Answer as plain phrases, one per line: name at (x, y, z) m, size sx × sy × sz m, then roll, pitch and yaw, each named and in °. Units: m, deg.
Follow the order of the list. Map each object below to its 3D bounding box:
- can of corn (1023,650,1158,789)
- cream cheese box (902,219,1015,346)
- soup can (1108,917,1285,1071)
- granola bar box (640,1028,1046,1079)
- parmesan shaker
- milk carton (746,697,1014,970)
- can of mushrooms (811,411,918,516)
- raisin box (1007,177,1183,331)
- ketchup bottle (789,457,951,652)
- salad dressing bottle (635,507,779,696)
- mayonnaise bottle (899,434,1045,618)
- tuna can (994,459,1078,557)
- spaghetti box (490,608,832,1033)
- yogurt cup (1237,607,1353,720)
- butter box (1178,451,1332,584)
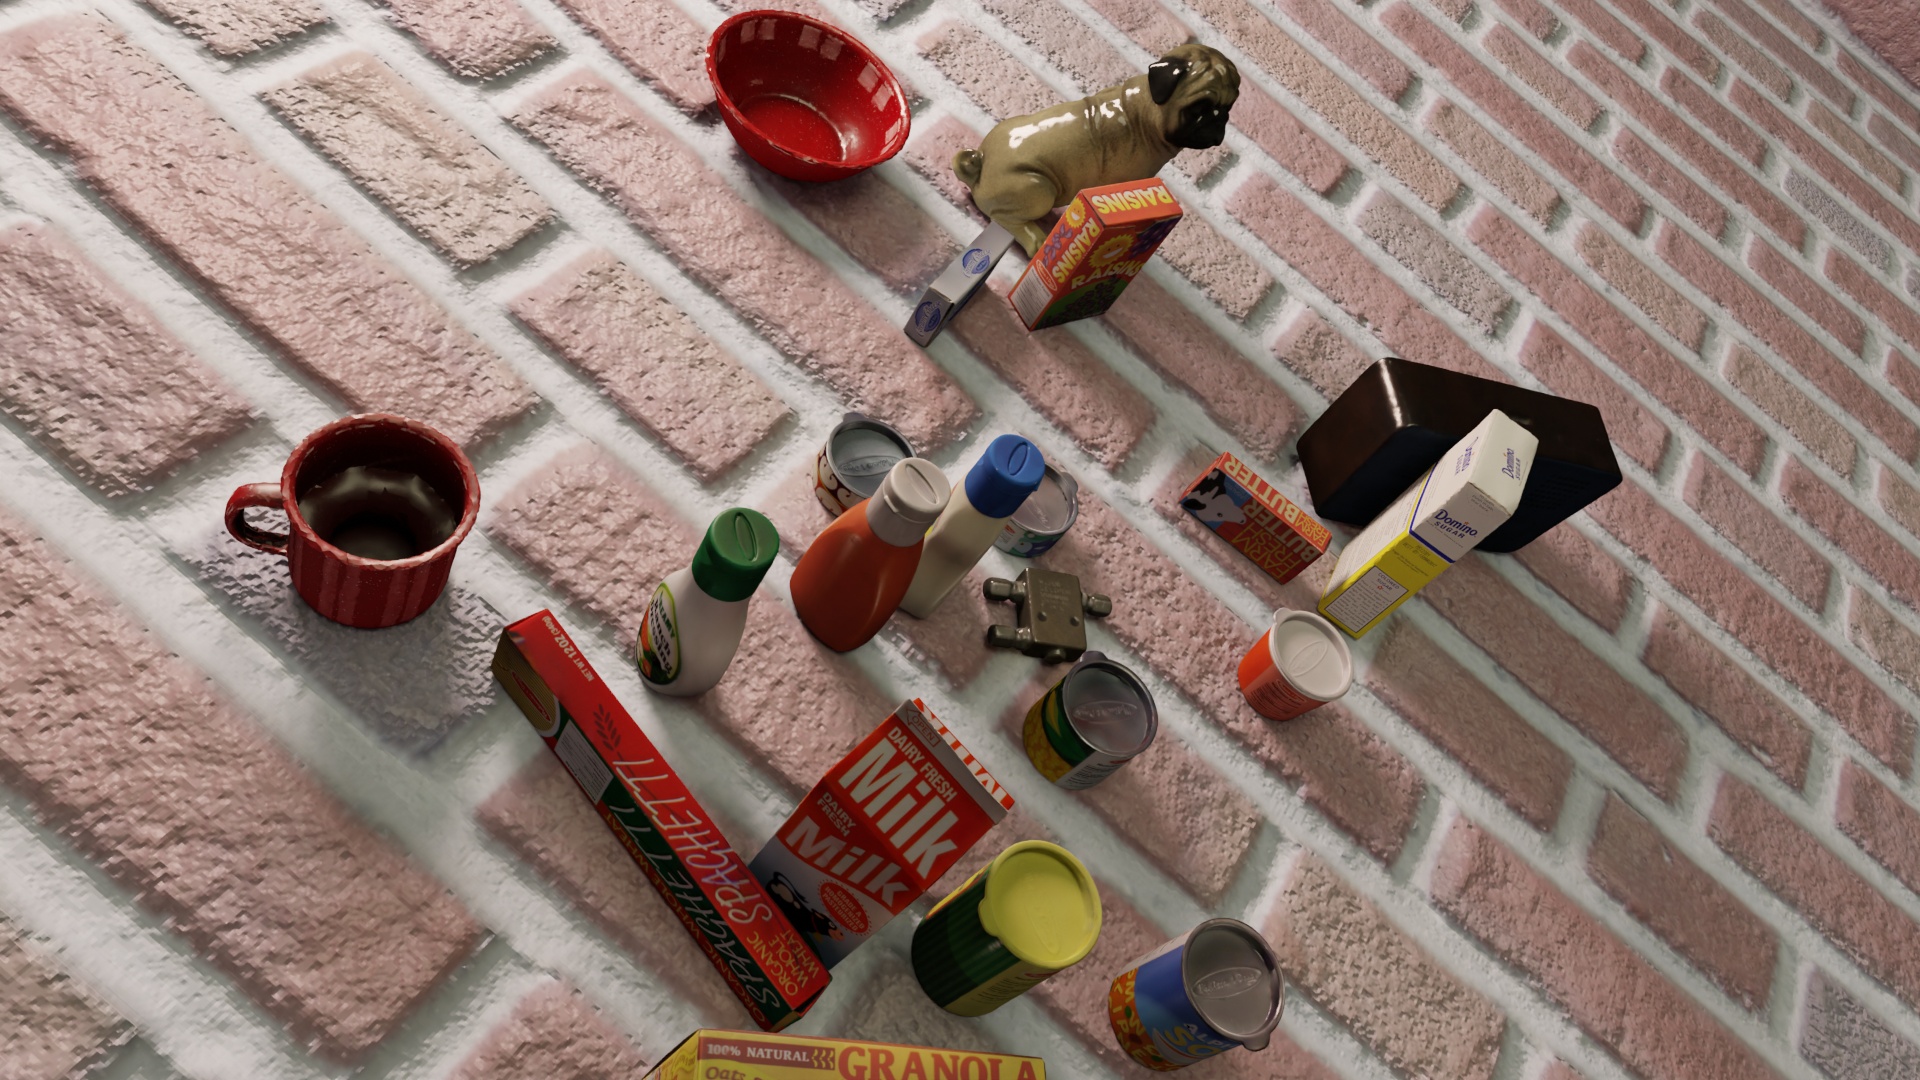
can of corn at (0.079, 0.113, 0.867) m, size 0.071 × 0.058 × 0.071 m, roll 14°, pitch 54°, yaw -20°
cream cheese box at (0.000, -0.191, 1.030) m, size 0.024 × 0.053 × 0.104 m, roll 38°, pitch 50°, yaw -1°
soup can at (0.132, 0.260, 0.781) m, size 0.071 × 0.083 × 0.072 m, roll 14°, pitch 54°, yaw -20°
granola bar box at (-0.060, 0.266, 0.648) m, size 0.166 × 0.123 × 0.039 m, roll 13°, pitch 55°, yaw -21°
parmesan shaker at (0.020, 0.209, 0.742) m, size 0.071 × 0.102 × 0.071 m, roll 14°, pitch 54°, yaw -20°
milk carton at (-0.040, 0.145, 0.696) m, size 0.072 × 0.189 × 0.074 m, roll 47°, pitch 50°, yaw 7°
can of mushrooms at (-0.063, -0.047, 0.914) m, size 0.071 × 0.033 × 0.071 m, roll 14°, pitch 54°, yaw -20°
raisin box at (0.101, -0.217, 1.056) m, size 0.086 × 0.122 × 0.040 m, roll -18°, pitch 69°, yaw -36°
ketchup bottle at (-0.052, 0.007, 0.809) m, size 0.044 × 0.148 × 0.065 m, roll -28°, pitch 75°, yaw -38°
salad dressing bottle at (-0.136, 0.034, 0.746) m, size 0.044 × 0.147 × 0.064 m, roll -4°, pitch 62°, yaw -30°
mayonnaise bottle at (0.003, -0.011, 0.850) m, size 0.041 × 0.147 × 0.065 m, roll 31°, pitch 50°, yaw -7°
tuna can at (0.047, -0.025, 0.958) m, size 0.071 × 0.032 × 0.071 m, roll 14°, pitch 54°, yaw -20°
spaghetti box at (-0.159, 0.146, 0.723) m, size 0.029 × 0.050 × 0.250 m, roll -33°, pitch 78°, yaw -39°
yogurt cup at (0.230, 0.090, 0.966) m, size 0.072 × 0.053 × 0.073 m, roll 14°, pitch 54°, yaw -20°
butter box at (0.219, -0.016, 1.032) m, size 0.103 × 0.053 × 0.024 m, roll 38°, pitch 50°, yaw -1°
